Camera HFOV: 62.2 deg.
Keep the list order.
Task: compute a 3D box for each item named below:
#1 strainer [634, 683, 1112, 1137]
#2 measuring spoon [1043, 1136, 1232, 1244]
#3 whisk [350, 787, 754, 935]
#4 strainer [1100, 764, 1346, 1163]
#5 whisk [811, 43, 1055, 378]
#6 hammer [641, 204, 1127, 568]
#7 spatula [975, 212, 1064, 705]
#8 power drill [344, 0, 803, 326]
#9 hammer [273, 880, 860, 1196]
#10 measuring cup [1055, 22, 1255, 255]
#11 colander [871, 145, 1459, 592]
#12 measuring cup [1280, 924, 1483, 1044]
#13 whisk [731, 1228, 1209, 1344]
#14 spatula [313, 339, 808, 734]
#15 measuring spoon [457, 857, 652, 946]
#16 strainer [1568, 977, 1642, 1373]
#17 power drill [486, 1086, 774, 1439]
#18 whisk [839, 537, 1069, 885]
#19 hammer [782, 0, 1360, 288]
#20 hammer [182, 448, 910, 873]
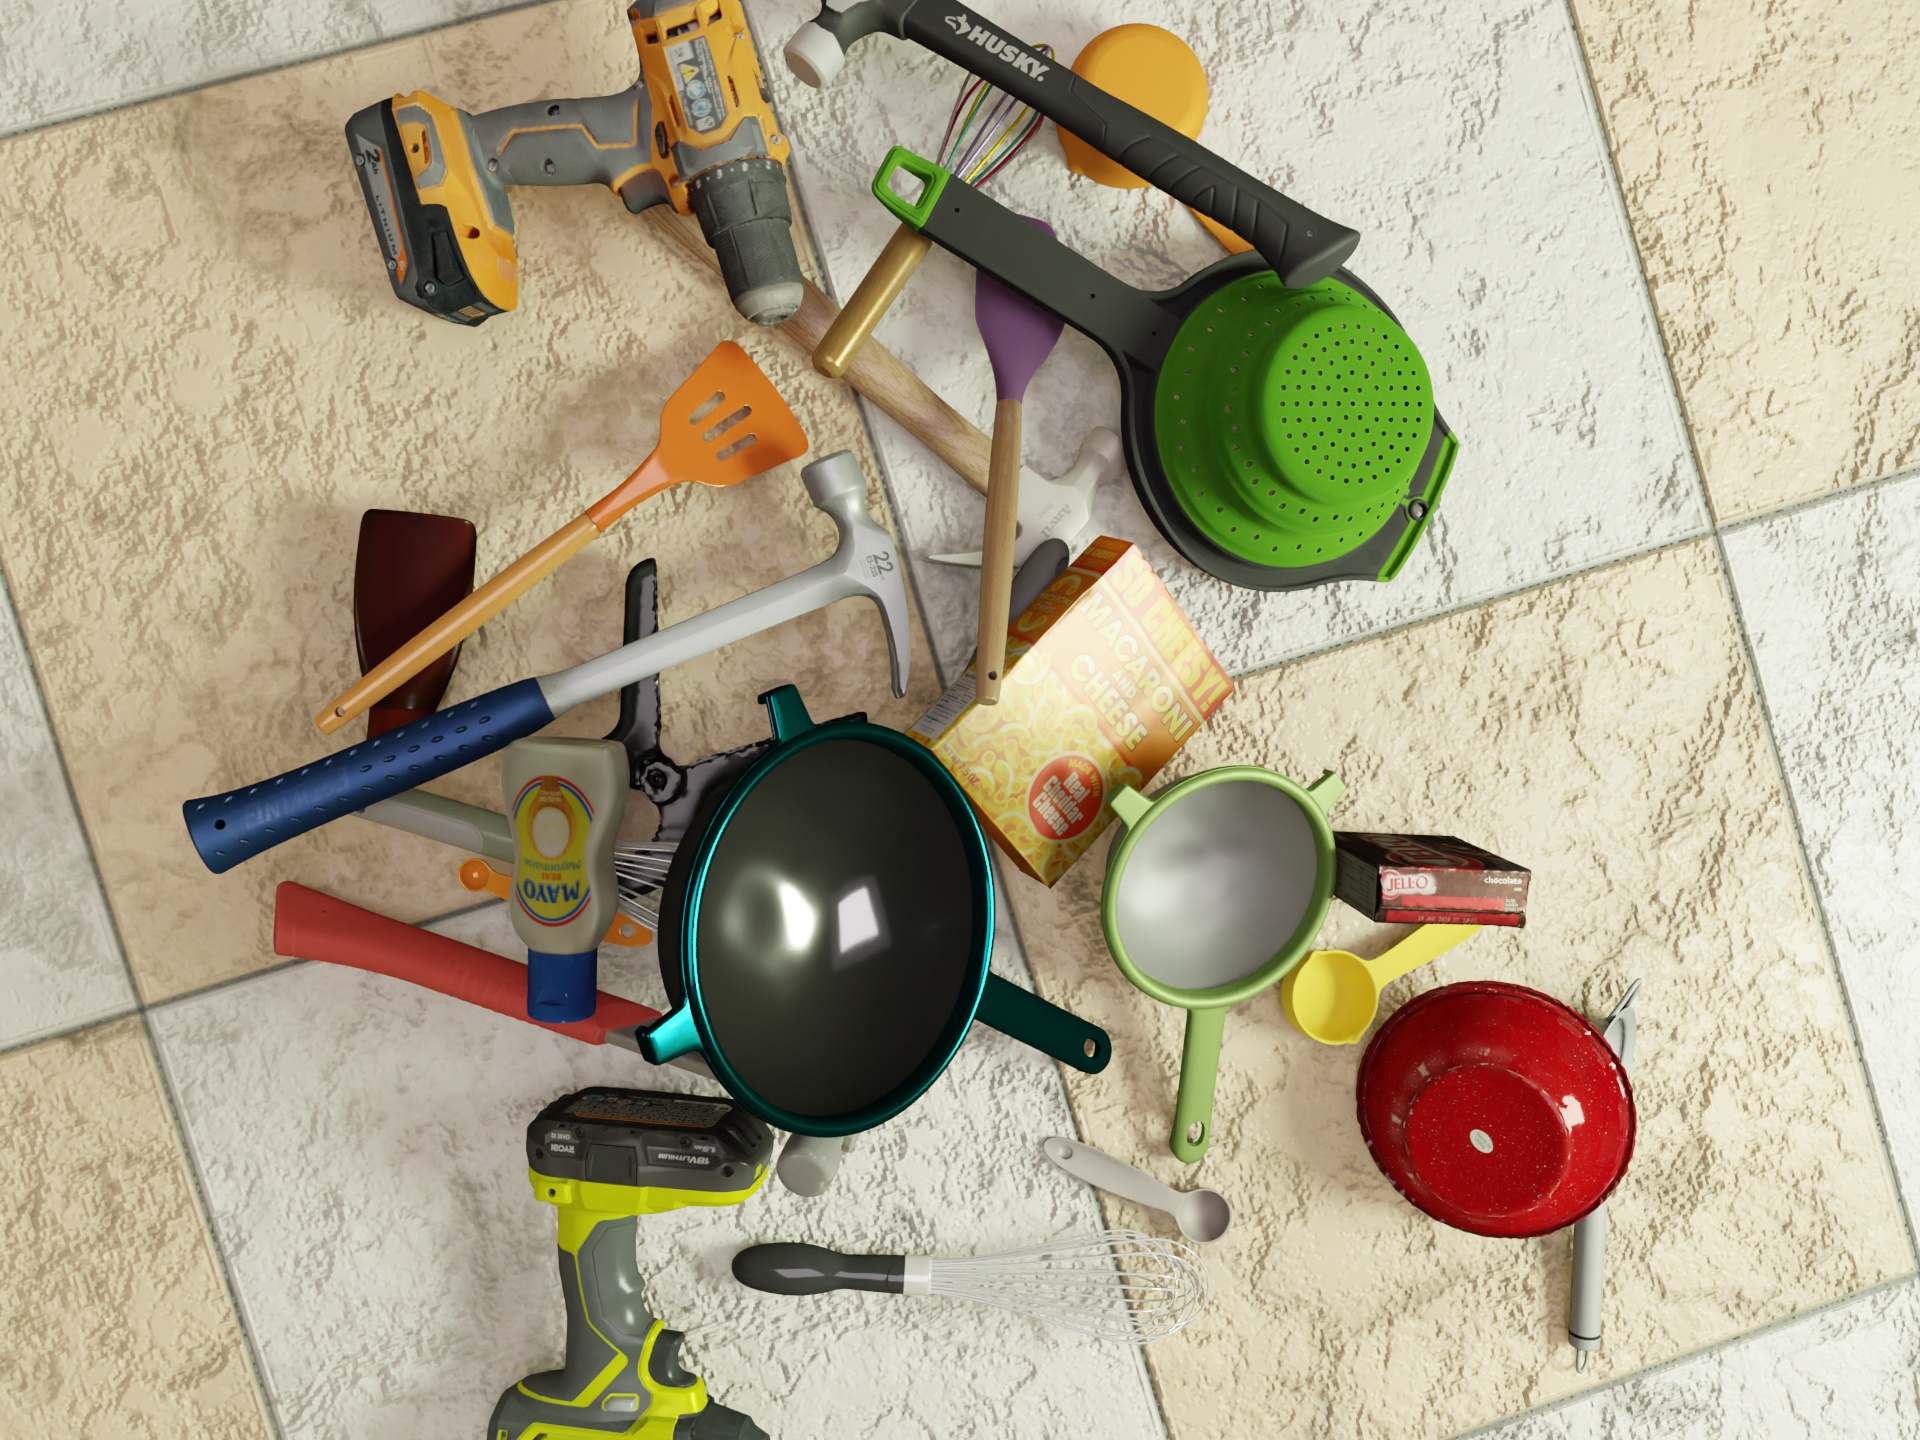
[{"bbox_3d":[-0.045,0.133,0.882,0.340,0.095,0.211,34,66,-41],"label":"strainer"},{"bbox_3d":[0.107,0.283,0.974,0.124,0.018,0.034,24,88,1],"label":"measuring spoon"},{"bbox_3d":[-0.233,0.073,0.888,0.246,0.059,0.057,16,120,3],"label":"whisk"},{"bbox_3d":[0.139,0.140,0.957,0.151,0.069,0.256,-3,109,-19],"label":"strainer"},{"bbox_3d":[-0.016,-0.300,0.928,0.047,0.051,0.245,29,79,18],"label":"whisk"},{"bbox_3d":[-0.062,-0.212,0.942,0.331,0.031,0.130,39,86,-4],"label":"hammer"},{"bbox_3d":[0.028,-0.158,0.910,0.059,0.018,0.316,11,70,-15],"label":"spatula"},{"bbox_3d":[-0.203,-0.287,0.882,0.226,0.084,0.185,-17,92,7],"label":"power drill"},{"bbox_3d":[-0.219,0.158,0.903,0.359,0.149,0.036,18,116,5],"label":"hammer"},{"bbox_3d":[0.132,-0.337,0.949,0.095,0.052,0.173,-44,92,-4],"label":"measuring cup"},{"bbox_3d":[0.134,-0.214,0.898,0.397,0.094,0.204,28,86,-15],"label":"colander"},{"bbox_3d":[0.266,0.147,0.986,0.156,0.029,0.062,-26,92,-17],"label":"measuring cup"},{"bbox_3d":[0.007,0.330,0.944,0.284,0.070,0.070,4,90,-2],"label":"whisk"},{"bbox_3d":[-0.229,-0.097,0.904,0.322,0.041,0.081,-39,101,-9],"label":"spatula"},{"bbox_3d":[-0.230,0.104,0.908,0.117,0.011,0.021,20,96,-1],"label":"measuring spoon"},{"bbox_3d":[0.390,0.282,0.988,0.086,0.050,0.258,-6,99,-49],"label":"strainer"},{"bbox_3d":[-0.174,0.332,0.903,0.171,0.080,0.223,4,92,7],"label":"power drill"},{"bbox_3d":[-0.003,-0.004,0.932,0.055,0.055,0.239,31,91,-5],"label":"whisk"},{"bbox_3d":[0.074,-0.343,0.885,0.335,0.035,0.146,35,81,12],"label":"hammer"},{"bbox_3d":[-0.217,-0.011,0.878,0.405,0.035,0.144,-24,92,-11],"label":"hammer"}]
